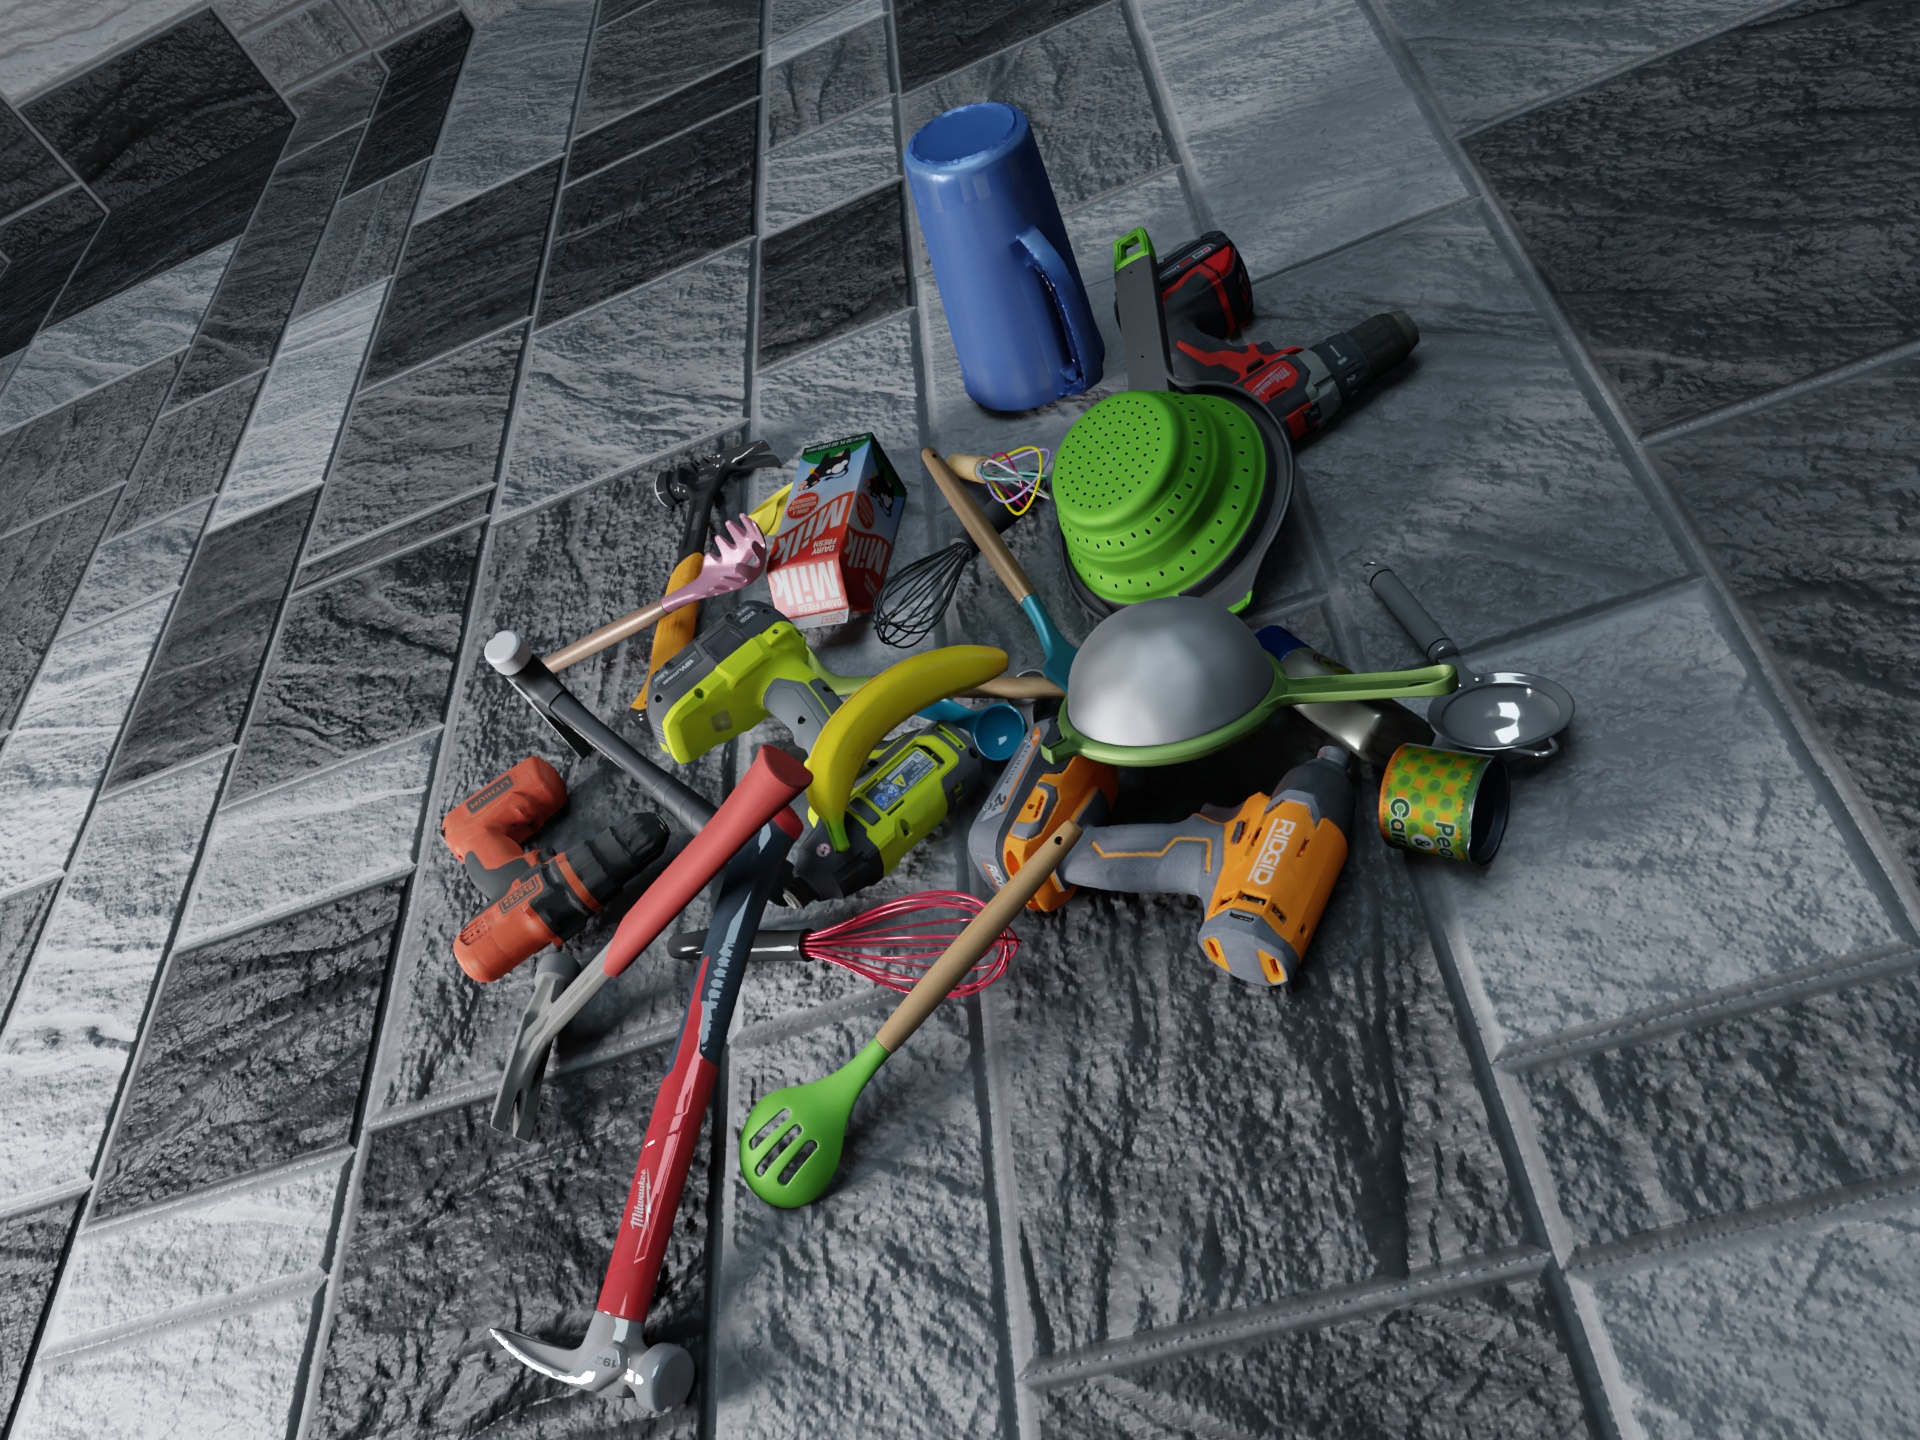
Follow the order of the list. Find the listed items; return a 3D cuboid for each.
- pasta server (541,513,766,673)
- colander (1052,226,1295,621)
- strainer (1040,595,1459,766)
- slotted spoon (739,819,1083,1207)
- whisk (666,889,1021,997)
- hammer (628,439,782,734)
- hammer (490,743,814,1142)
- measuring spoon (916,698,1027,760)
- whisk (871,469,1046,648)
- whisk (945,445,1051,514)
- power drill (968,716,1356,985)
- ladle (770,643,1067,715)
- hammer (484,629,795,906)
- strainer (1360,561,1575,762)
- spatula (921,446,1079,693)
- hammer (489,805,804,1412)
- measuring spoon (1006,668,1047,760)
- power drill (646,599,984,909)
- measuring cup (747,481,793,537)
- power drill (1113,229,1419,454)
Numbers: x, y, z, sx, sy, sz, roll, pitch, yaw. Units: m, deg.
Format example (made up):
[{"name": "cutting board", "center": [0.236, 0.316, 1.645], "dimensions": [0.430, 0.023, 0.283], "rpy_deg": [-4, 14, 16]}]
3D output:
[{"name": "pasta server", "center": [-0.279, -0.095, 1.384], "dimensions": [0.316, 0.040, 0.060], "rpy_deg": [-22, 52, 32]}, {"name": "colander", "center": [0.132, -0.248, 1.222], "dimensions": [0.204, 0.094, 0.397], "rpy_deg": [-23, 55, 32]}, {"name": "strainer", "center": [0.176, -0.039, 0.995], "dimensions": [0.256, 0.069, 0.151], "rpy_deg": [-3, 30, 28]}, {"name": "slotted spoon", "center": [-0.032, 0.181, 0.991], "dimensions": [0.070, 0.031, 0.314], "rpy_deg": [43, 94, 21]}, {"name": "whisk", "center": [-0.088, 0.154, 1.092], "dimensions": [0.296, 0.073, 0.073], "rpy_deg": [-6, 49, 32]}, {"name": "hammer", "center": [-0.243, -0.125, 1.445], "dimensions": [0.127, 0.034, 0.337], "rpy_deg": [-14, 46, 20]}, {"name": "hammer", "center": [-0.210, 0.139, 1.060], "dimensions": [0.359, 0.036, 0.149], "rpy_deg": [-45, 27, 34]}, {"name": "measuring spoon", "center": [-0.002, -0.004, 1.177], "dimensions": [0.129, 0.021, 0.042], "rpy_deg": [21, 93, 32]}, {"name": "whisk", "center": [0.004, -0.136, 1.283], "dimensions": [0.055, 0.055, 0.239], "rpy_deg": [11, 44, 36]}, {"name": "whisk", "center": [0.024, -0.199, 1.296], "dimensions": [0.051, 0.047, 0.245], "rpy_deg": [-16, 15, -11]}, {"name": "power drill", "center": [0.137, 0.067, 1.024], "dimensions": [0.227, 0.084, 0.164], "rpy_deg": [12, 57, 33]}, {"name": "ladle", "center": [-0.051, -0.035, 1.226], "dimensions": [0.320, 0.062, 0.078], "rpy_deg": [2, 54, 34]}, {"name": "hammer", "center": [-0.240, 0.047, 1.246], "dimensions": [0.335, 0.146, 0.035], "rpy_deg": [34, 74, 32]}, {"name": "strainer", "center": [0.321, -0.038, 1.040], "dimensions": [0.087, 0.050, 0.259], "rpy_deg": [-17, 38, -2]}, {"name": "spatula", "center": [0.045, -0.117, 1.216], "dimensions": [0.082, 0.044, 0.318], "rpy_deg": [-14, 52, -25]}, {"name": "hammer", "center": [-0.187, 0.227, 1.031], "dimensions": [0.143, 0.038, 0.386], "rpy_deg": [2, 67, 32]}, {"name": "measuring spoon", "center": [0.050, 0.017, 1.167], "dimensions": [0.034, 0.018, 0.124], "rpy_deg": [-14, 53, 27]}, {"name": "power drill", "center": [-0.118, 0.025, 1.159], "dimensions": [0.223, 0.080, 0.171], "rpy_deg": [38, 65, 24]}, {"name": "measuring cup", "center": [-0.161, -0.174, 1.405], "dimensions": [0.062, 0.029, 0.157], "rpy_deg": [-33, 19, 11]}, {"name": "power drill", "center": [0.245, -0.312, 1.304], "dimensions": [0.188, 0.080, 0.227], "rpy_deg": [-31, 46, 2]}]
